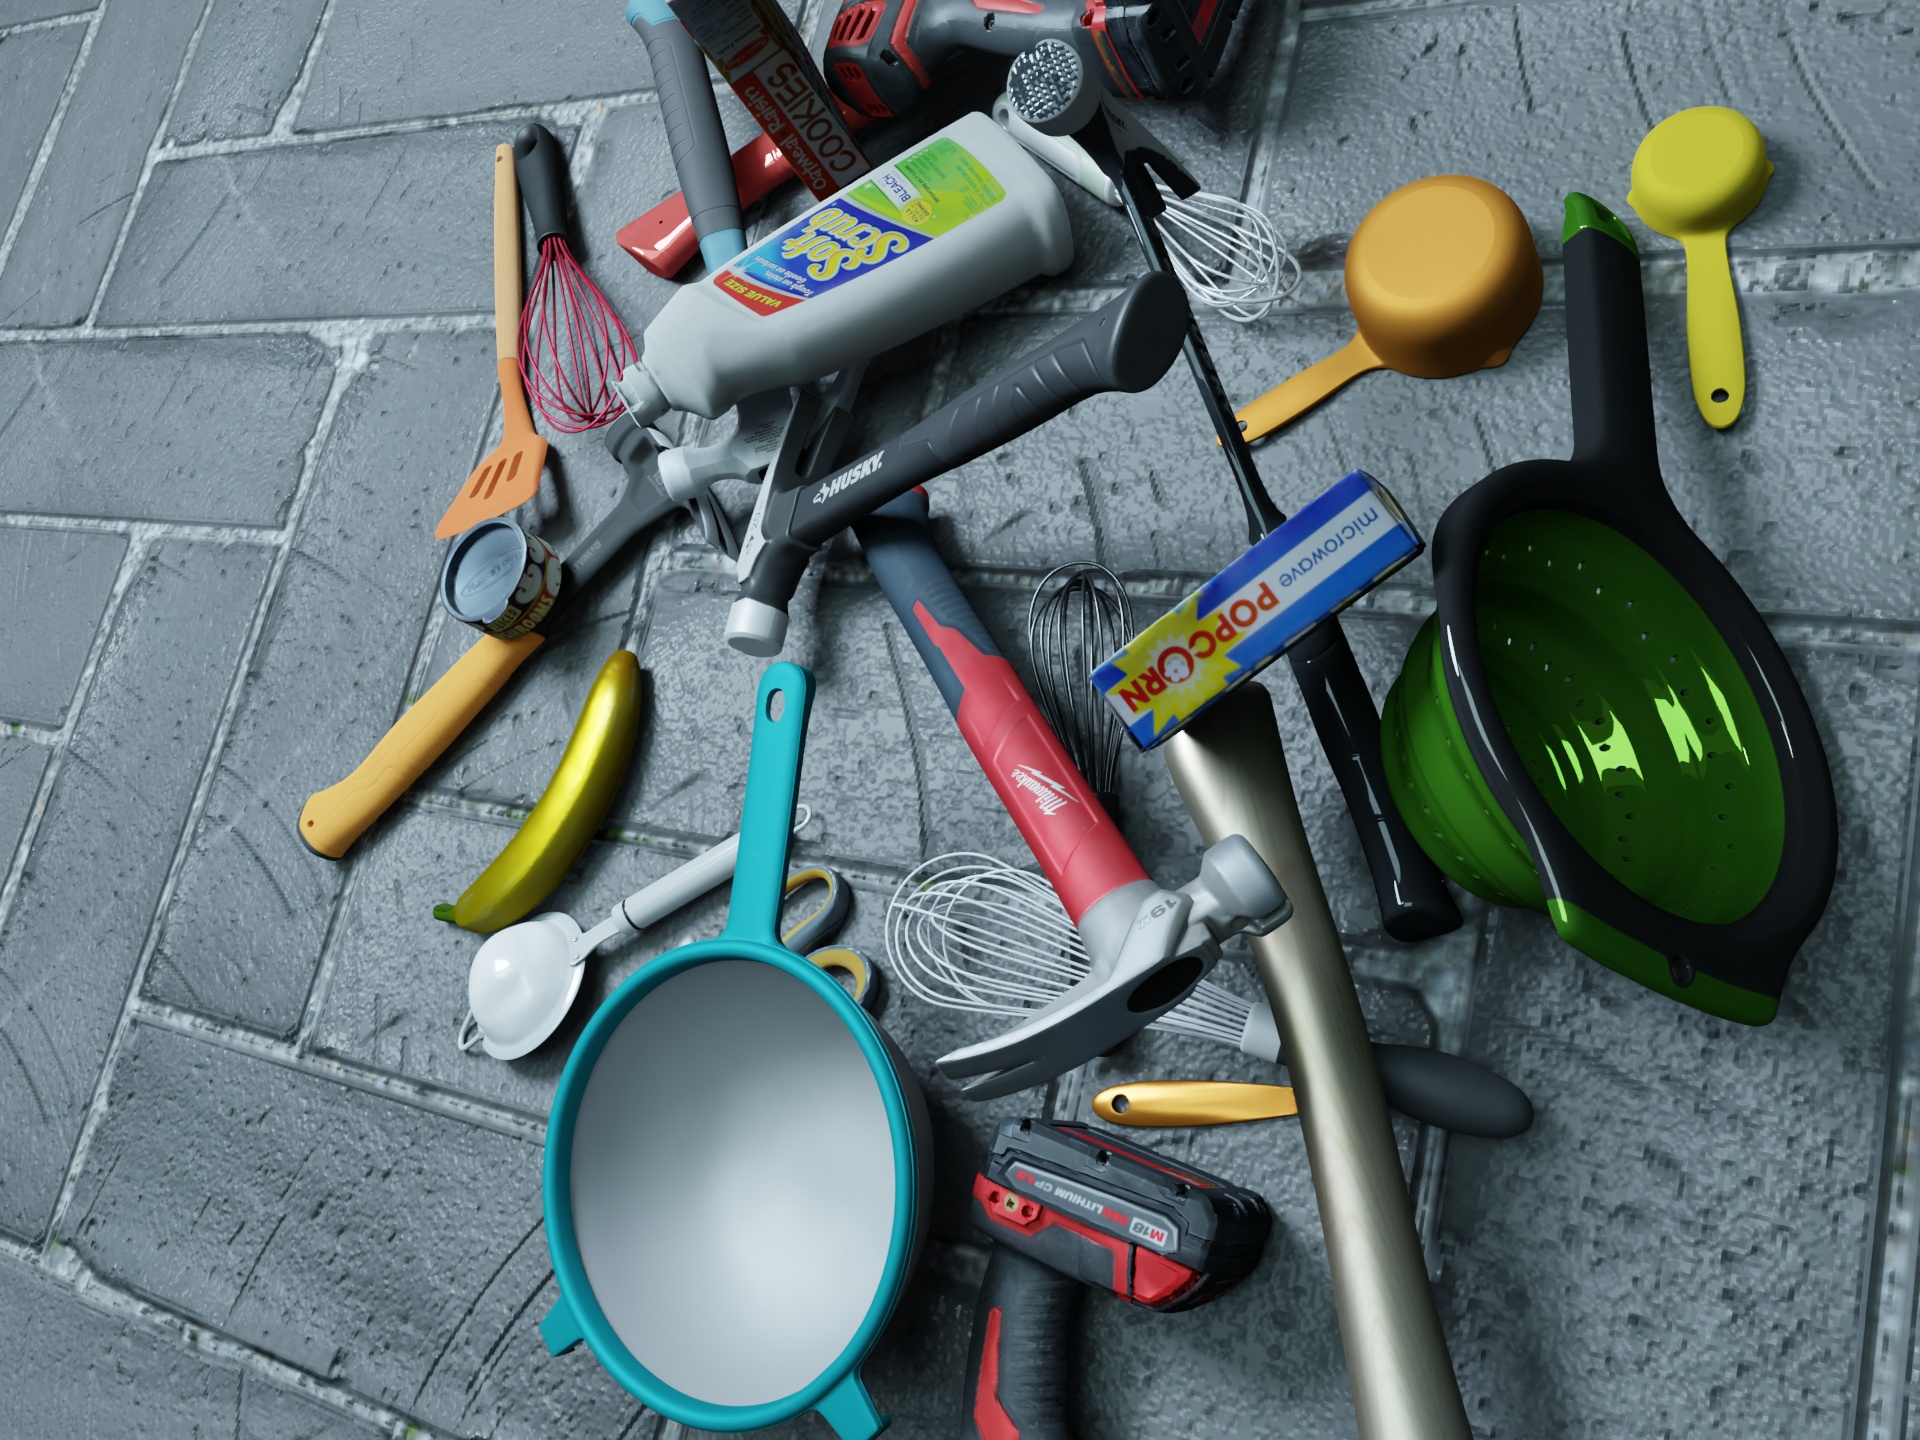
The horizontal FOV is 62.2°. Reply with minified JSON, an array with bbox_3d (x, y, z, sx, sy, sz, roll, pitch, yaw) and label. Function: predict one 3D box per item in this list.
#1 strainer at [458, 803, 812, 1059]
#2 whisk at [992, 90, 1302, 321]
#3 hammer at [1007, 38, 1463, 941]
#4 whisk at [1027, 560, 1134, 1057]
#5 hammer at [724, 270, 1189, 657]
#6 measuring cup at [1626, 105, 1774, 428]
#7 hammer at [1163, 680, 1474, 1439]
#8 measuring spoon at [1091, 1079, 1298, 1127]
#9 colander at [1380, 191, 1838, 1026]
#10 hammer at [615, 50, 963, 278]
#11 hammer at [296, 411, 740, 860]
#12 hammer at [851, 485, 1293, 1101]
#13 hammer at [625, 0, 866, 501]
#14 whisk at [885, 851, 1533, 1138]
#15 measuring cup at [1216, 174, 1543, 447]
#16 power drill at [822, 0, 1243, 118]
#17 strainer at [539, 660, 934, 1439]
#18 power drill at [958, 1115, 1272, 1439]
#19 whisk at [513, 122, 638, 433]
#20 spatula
[{"bbox_3d":[-0.189,0.109,0.867,0.258,0.050,0.087,-30,47,12],"label":"strainer"},{"bbox_3d":[0.091,-0.283,0.852,0.059,0.057,0.247,-26,51,-22],"label":"whisk"},{"bbox_3d":[0.131,-0.097,0.703,0.036,0.149,0.409,-24,81,26],"label":"hammer"},{"bbox_3d":[0.061,0.038,0.756,0.055,0.055,0.239,-8,74,25],"label":"whisk"},{"bbox_3d":[-0.013,-0.132,0.747,0.335,0.035,0.146,-17,55,54],"label":"hammer"},{"bbox_3d":[0.331,-0.204,0.705,0.062,0.029,0.157,-6,69,26],"label":"measuring cup"},{"bbox_3d":[0.160,0.172,0.607,0.146,0.038,0.411,-10,67,-1],"label":"hammer"},{"bbox_3d":[0.111,0.169,0.703,0.117,0.011,0.021,-8,70,25],"label":"measuring spoon"},{"bbox_3d":[0.246,-0.060,0.663,0.094,0.204,0.397,-38,34,51],"label":"colander"},{"bbox_3d":[-0.062,-0.389,0.972,0.359,0.036,0.149,-28,62,16],"label":"hammer"},{"bbox_3d":[-0.279,-0.032,0.964,0.337,0.034,0.127,-44,58,8],"label":"hammer"},{"bbox_3d":[-0.001,-0.002,0.727,0.143,0.038,0.387,-34,40,3],"label":"hammer"},{"bbox_3d":[-0.145,-0.295,0.937,0.128,0.033,0.331,-15,76,1],"label":"hammer"},{"bbox_3d":[0.099,0.124,0.679,0.285,0.070,0.070,17,81,17],"label":"whisk"},{"bbox_3d":[0.192,-0.191,0.760,0.173,0.052,0.095,-32,61,12],"label":"measuring cup"},{"bbox_3d":[0.043,-0.421,0.867,0.227,0.080,0.188,13,75,33],"label":"power drill"},{"bbox_3d":[-0.080,0.147,0.750,0.211,0.095,0.340,1,79,32],"label":"strainer"},{"bbox_3d":[0.046,0.289,0.661,0.143,0.078,0.220,16,83,31],"label":"power drill"},{"bbox_3d":[-0.262,-0.296,1.036,0.073,0.073,0.296,-29,56,16],"label":"whisk"},{"bbox_3d":[-0.305,-0.260,1.053,0.081,0.041,0.323,-18,64,22],"label":"spatula"}]
